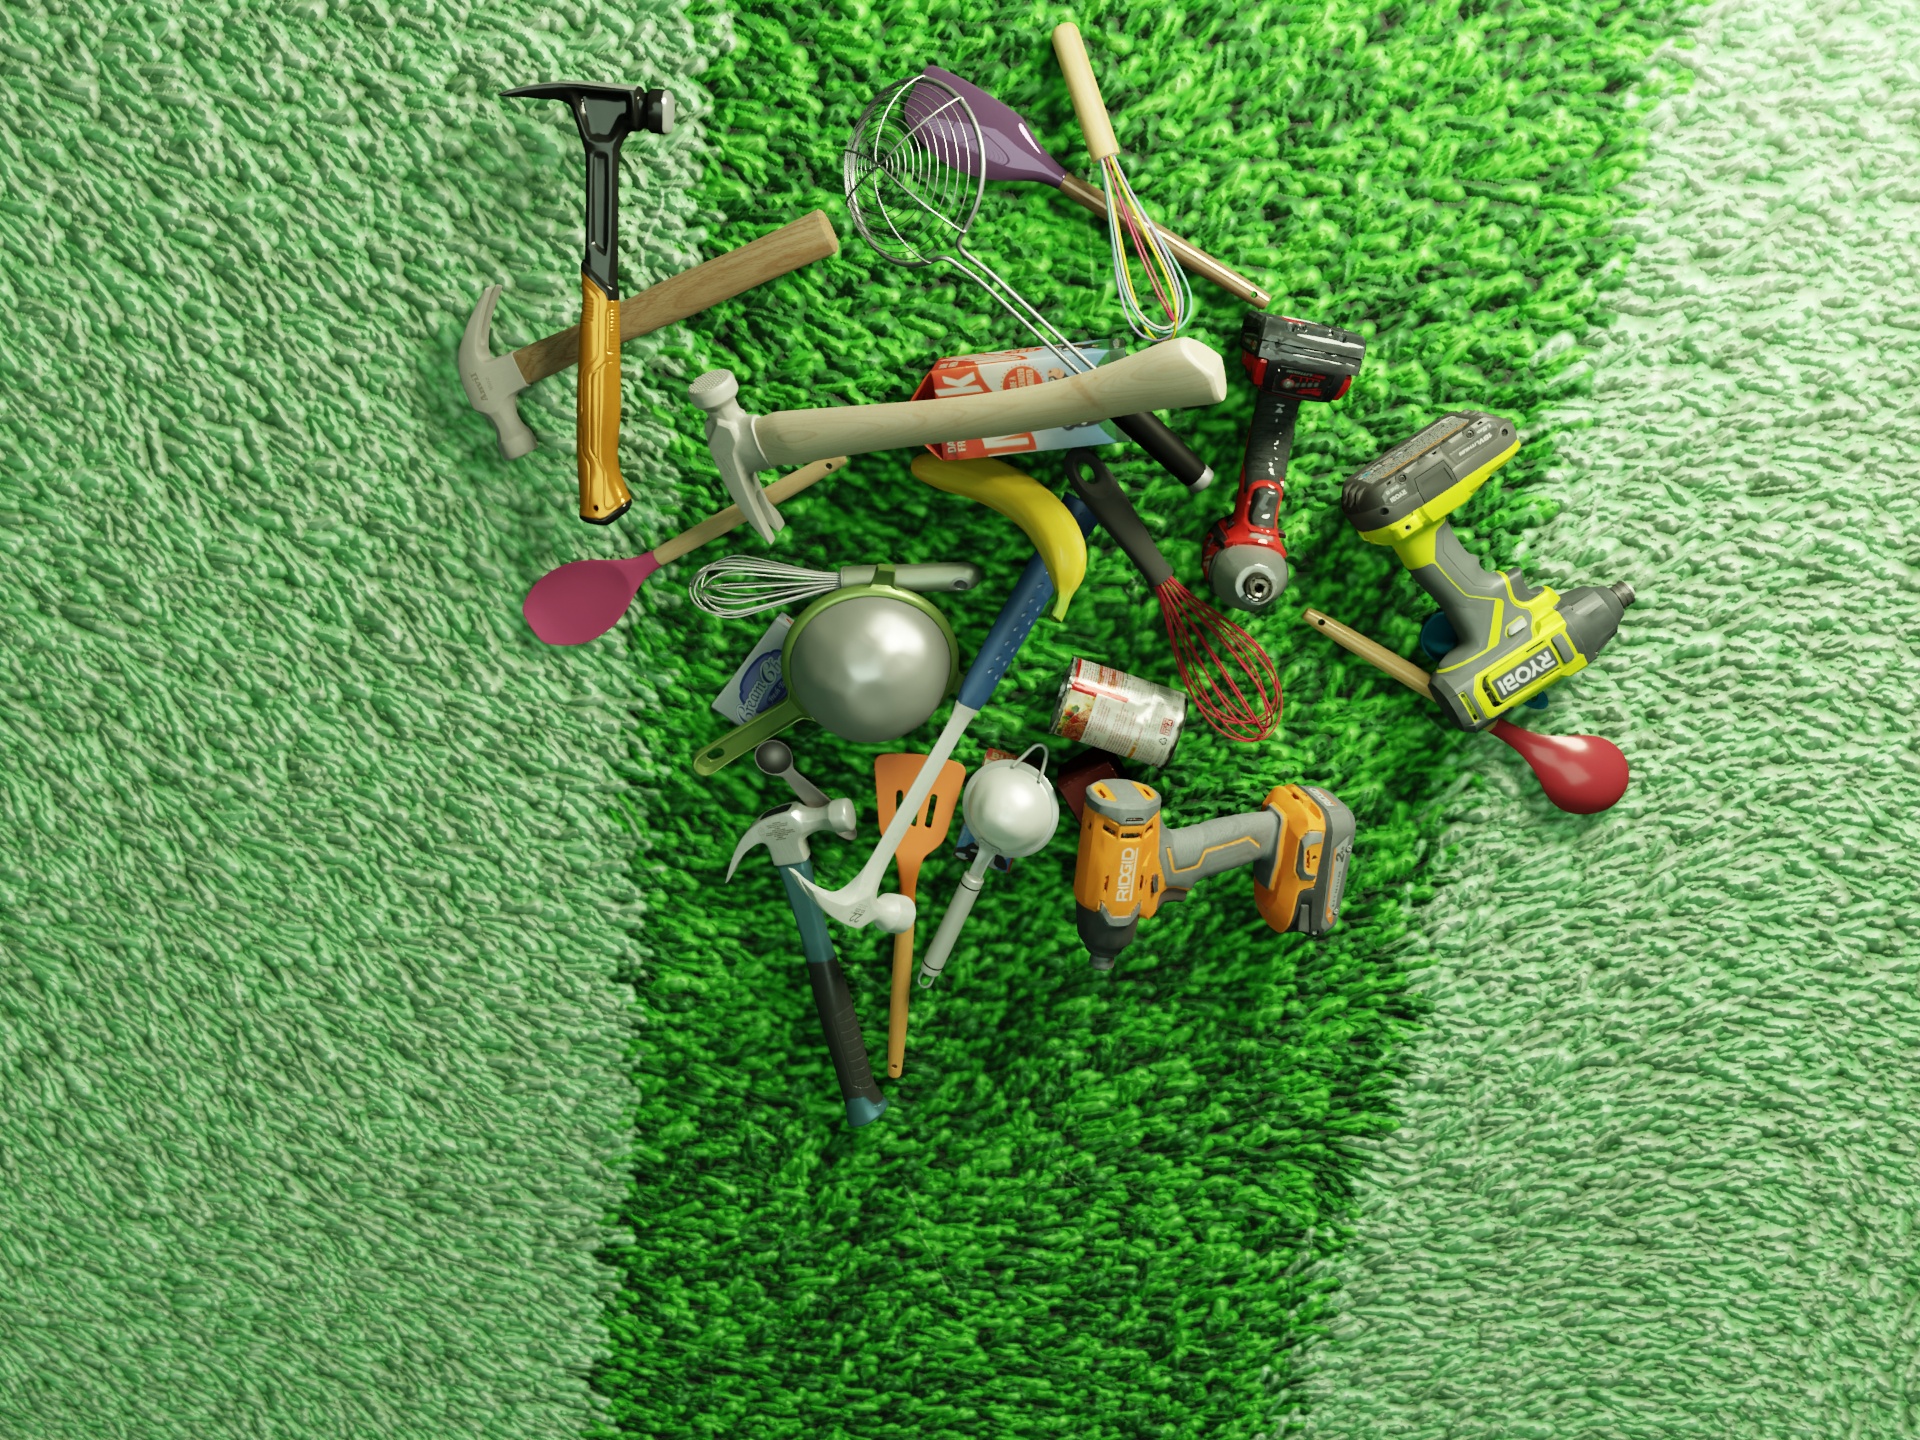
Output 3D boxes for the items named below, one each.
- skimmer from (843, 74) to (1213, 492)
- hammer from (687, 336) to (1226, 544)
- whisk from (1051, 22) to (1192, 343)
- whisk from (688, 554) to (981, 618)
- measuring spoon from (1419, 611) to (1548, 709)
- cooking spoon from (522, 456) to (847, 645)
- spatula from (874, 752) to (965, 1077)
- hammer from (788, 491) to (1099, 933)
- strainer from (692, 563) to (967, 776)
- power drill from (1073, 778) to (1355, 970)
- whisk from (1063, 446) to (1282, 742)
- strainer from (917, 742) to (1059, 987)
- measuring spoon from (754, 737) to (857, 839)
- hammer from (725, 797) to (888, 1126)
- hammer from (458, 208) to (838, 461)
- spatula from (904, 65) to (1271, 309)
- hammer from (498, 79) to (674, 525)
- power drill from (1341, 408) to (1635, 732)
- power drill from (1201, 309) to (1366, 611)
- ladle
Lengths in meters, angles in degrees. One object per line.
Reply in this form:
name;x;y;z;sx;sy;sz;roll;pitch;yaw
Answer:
skimmer;0.061;-0.308;1.166;0.363;0.090;0.127;39;133;-21
hammer;-0.003;-0.217;1.189;0.411;0.038;0.146;-3;130;25
whisk;0.119;-0.400;1.186;0.051;0.047;0.245;-19;95;6
whisk;-0.106;-0.117;1.329;0.246;0.059;0.057;-2;146;3
measuring spoon;0.430;-0.047;1.310;0.128;0.021;0.042;32;97;-10
cooking spoon;-0.234;-0.149;1.342;0.319;0.017;0.068;-26;107;15
spatula;-0.049;0.184;1.442;0.081;0.041;0.322;6;114;3
hammer;-0.002;-0.004;1.310;0.035;0.144;0.405;37;101;39
strainer;-0.118;-0.008;1.329;0.256;0.069;0.151;-30;122;11
power drill;0.203;0.131;1.331;0.226;0.084;0.164;0;111;-16
whisk;0.172;-0.099;1.282;0.073;0.073;0.295;-33;108;16
strainer;0.014;0.134;1.381;0.087;0.050;0.258;30;115;13
measuring spoon;-0.134;0.061;1.412;0.034;0.018;0.124;-36;109;18
hammer;-0.123;0.228;1.455;0.128;0.033;0.330;-8;110;14
hammer;-0.253;-0.329;1.272;0.331;0.031;0.130;-21;107;12
spatula;0.099;-0.398;1.217;0.316;0.018;0.059;29;106;-4
hammer;-0.290;-0.320;1.244;0.127;0.034;0.336;5;111;2
power drill;0.414;-0.124;1.247;0.171;0.080;0.223;-33;104;4
power drill;0.236;-0.193;1.213;0.078;0.143;0.219;11;108;-1
ladle;0.421;-0.011;1.321;0.315;0.031;0.069;30;101;-3
